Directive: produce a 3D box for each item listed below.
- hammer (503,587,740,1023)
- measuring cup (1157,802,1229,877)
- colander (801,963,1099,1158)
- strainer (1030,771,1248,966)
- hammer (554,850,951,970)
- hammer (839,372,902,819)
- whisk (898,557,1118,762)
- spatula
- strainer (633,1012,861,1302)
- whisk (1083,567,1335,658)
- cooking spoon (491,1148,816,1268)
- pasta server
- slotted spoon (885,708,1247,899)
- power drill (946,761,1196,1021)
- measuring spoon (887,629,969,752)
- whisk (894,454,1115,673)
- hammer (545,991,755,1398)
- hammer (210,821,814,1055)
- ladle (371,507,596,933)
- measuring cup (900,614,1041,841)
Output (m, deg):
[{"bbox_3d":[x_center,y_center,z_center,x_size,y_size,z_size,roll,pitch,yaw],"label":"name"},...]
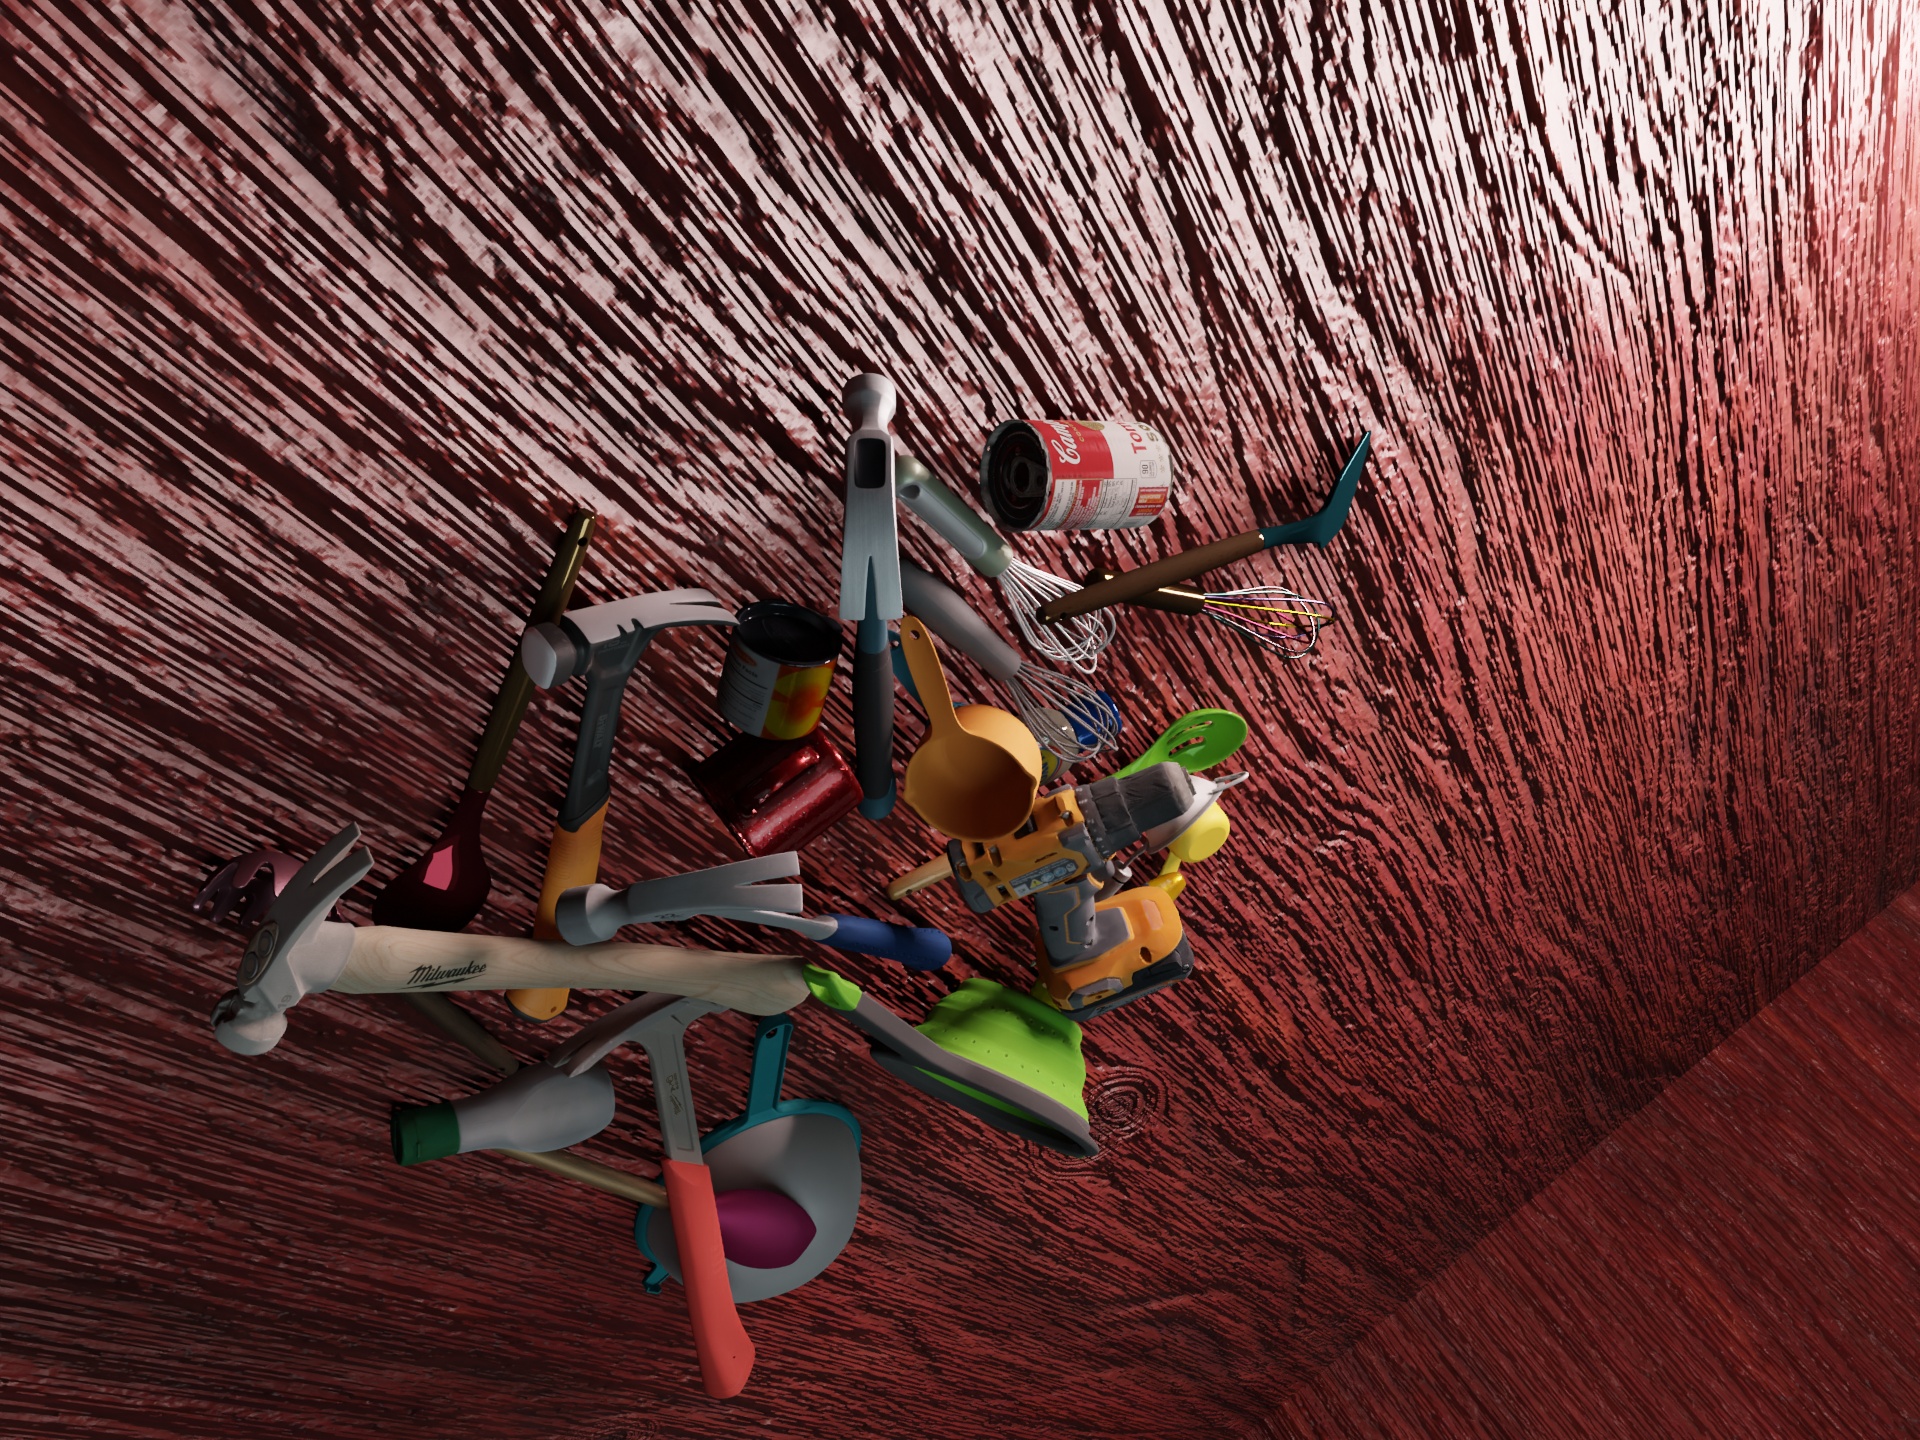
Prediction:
[{"bbox_3d":[-0.227,0.065,0.973,0.127,0.034,0.336,-20,143,-42],"label":"hammer"},{"bbox_3d":[0.191,0.135,1.385,0.062,0.029,0.156,-8,131,-33],"label":"measuring cup"},{"bbox_3d":[0.000,0.238,1.253,0.396,0.205,0.094,48,61,-50],"label":"colander"},{"bbox_3d":[0.136,0.119,1.319,0.258,0.050,0.087,-50,180,23],"label":"strainer"},{"bbox_3d":[-0.093,0.138,1.067,0.144,0.035,0.405,-12,164,19],"label":"hammer"},{"bbox_3d":[-0.053,-0.044,0.964,0.033,0.128,0.330,-1,145,-3],"label":"hammer"},{"bbox_3d":[0.030,-0.039,1.056,0.055,0.055,0.238,-45,128,8],"label":"whisk"},{"bbox_3d":[0.176,-0.121,1.091,0.317,0.044,0.082,-21,138,-28],"label":"spatula"},{"bbox_3d":[-0.151,0.377,1.302,0.211,0.095,0.340,-14,137,-28],"label":"strainer"},{"bbox_3d":[0.183,-0.082,1.161,0.244,0.047,0.051,7,112,-37],"label":"whisk"},{"bbox_3d":[-0.238,0.358,1.205,0.318,0.017,0.069,32,97,-32],"label":"cooking spoon"},{"bbox_3d":[-0.352,0.160,0.976,0.060,0.040,0.315,-8,144,12],"label":"pasta server"},{"bbox_3d":[0.083,0.064,1.235,0.314,0.031,0.070,-25,140,-13],"label":"slotted spoon"},{"bbox_3d":[0.112,0.126,1.213,0.185,0.084,0.225,-24,137,8],"label":"power drill"},{"bbox_3d":[-0.024,-0.025,1.074,0.042,0.021,0.128,-27,133,9],"label":"measuring spoon"},{"bbox_3d":[0.027,-0.098,1.017,0.058,0.059,0.246,-23,144,26],"label":"whisk"},{"bbox_3d":[-0.206,0.362,1.176,0.149,0.037,0.358,-25,121,-39],"label":"hammer"},{"bbox_3d":[-0.236,0.146,0.990,0.410,0.038,0.146,14,120,-51],"label":"hammer"},{"bbox_3d":[-0.267,0.016,0.911,0.069,0.031,0.315,4,123,-42],"label":"ladle"},{"bbox_3d":[-0.002,-0.003,1.051,0.095,0.052,0.173,-9,118,21],"label":"measuring cup"}]
